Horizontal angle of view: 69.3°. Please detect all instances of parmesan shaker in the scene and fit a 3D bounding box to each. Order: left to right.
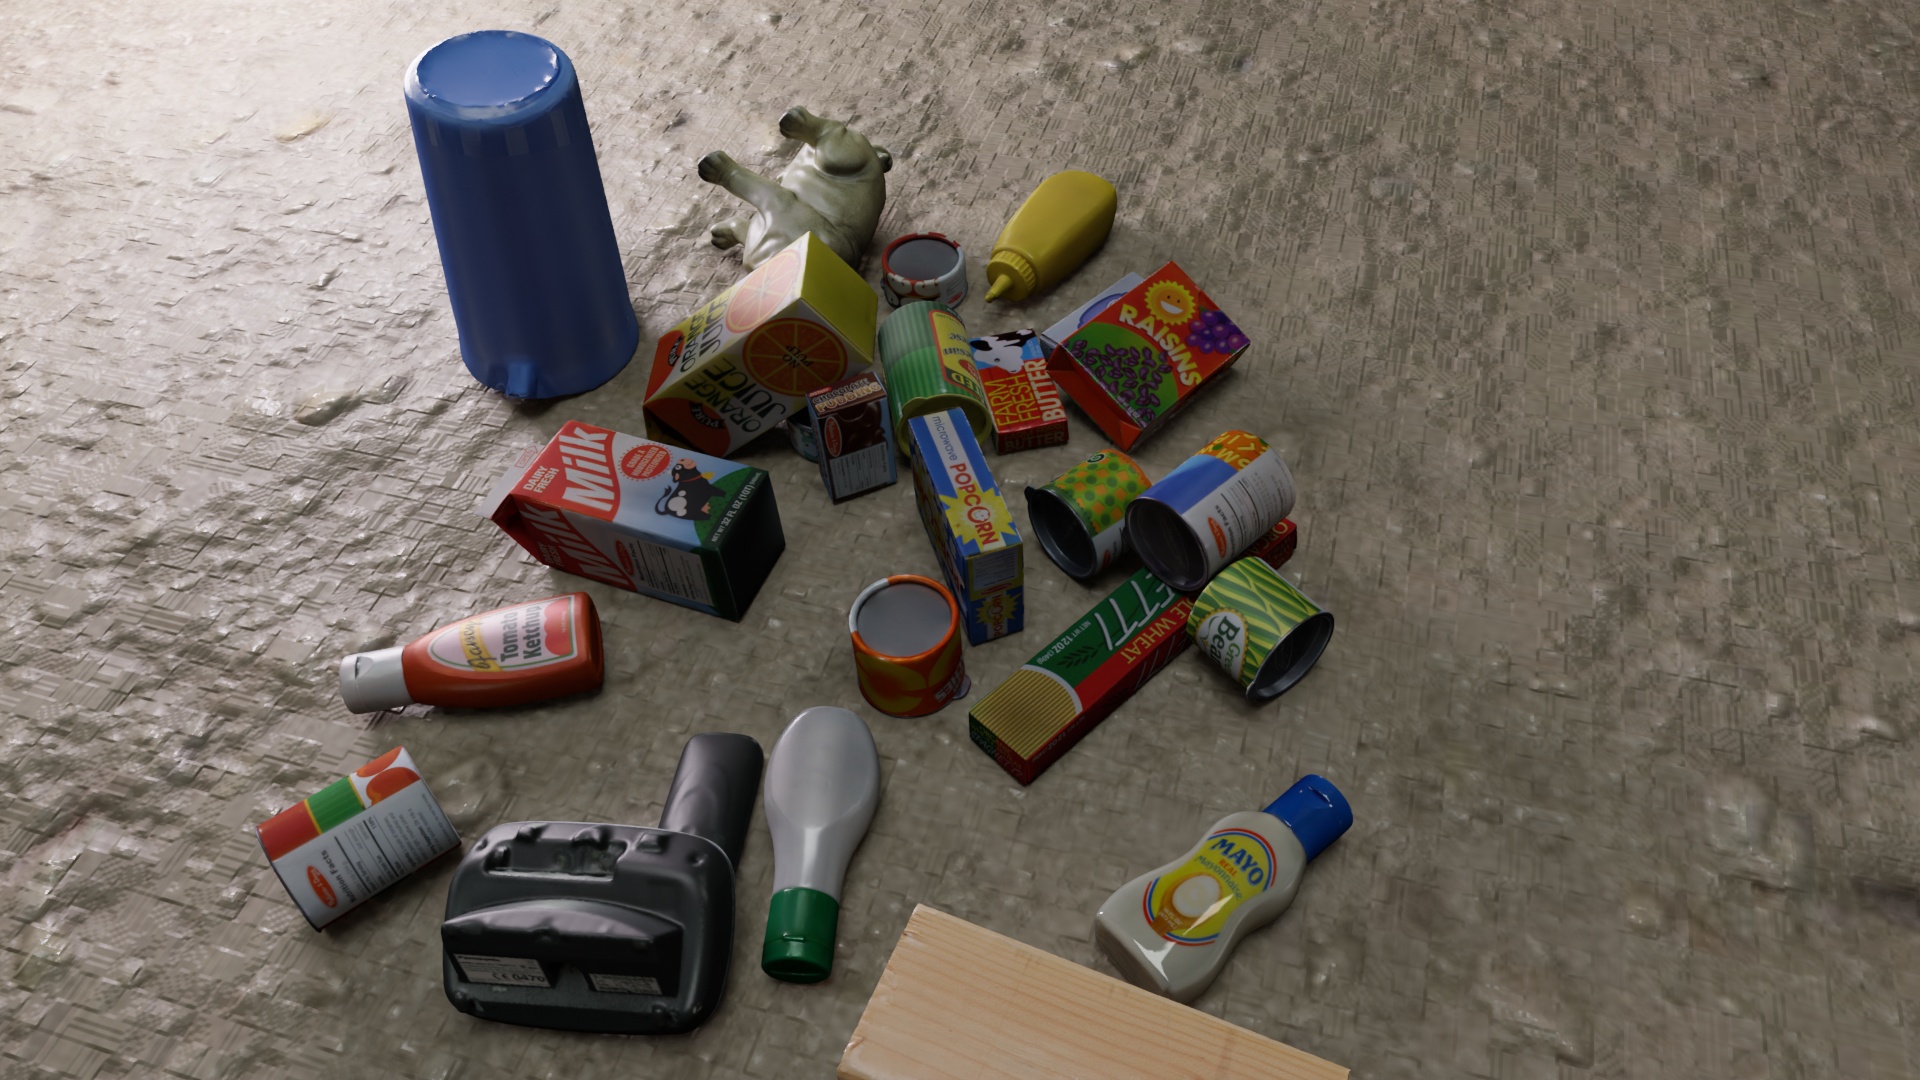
[{"bbox_3d":[-0.021,-0.113,0.973,0.071,0.071,0.103,-9,49,-4],"label":"parmesan shaker"}]

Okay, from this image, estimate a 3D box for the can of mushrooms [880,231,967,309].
[{"bbox_3d":[-0.030,-0.209,1.083,0.071,0.033,0.071,-2,50,2],"label":"can of mushrooms"}]

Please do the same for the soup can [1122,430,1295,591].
[{"bbox_3d":[0.151,-0.019,0.846,0.084,0.071,0.071,-36,56,-26],"label":"soup can"}]

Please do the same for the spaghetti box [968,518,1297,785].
[{"bbox_3d":[0.111,0.052,0.849,0.251,0.028,0.050,-37,56,-25],"label":"spaghetti box"}]

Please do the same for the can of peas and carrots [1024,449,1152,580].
[{"bbox_3d":[0.084,-0.019,0.887,0.059,0.070,0.071,-31,54,-23],"label":"can of peas and carrots"}]

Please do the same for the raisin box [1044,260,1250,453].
[{"bbox_3d":[0.133,-0.132,0.983,0.124,0.040,0.086,-38,79,-27],"label":"raisin box"}]

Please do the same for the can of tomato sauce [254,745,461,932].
[{"bbox_3d":[-0.327,0.160,0.757,0.083,0.070,0.071,-31,54,-23],"label":"can of tomato sauce"}]

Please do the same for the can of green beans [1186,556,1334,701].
[{"bbox_3d":[0.176,0.052,0.821,0.071,0.071,0.058,-31,54,-22],"label":"can of green beans"}]

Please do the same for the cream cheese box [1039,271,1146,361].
[{"bbox_3d":[0.114,-0.158,1.036,0.104,0.024,0.053,-37,56,-25],"label":"cream cheese box"}]

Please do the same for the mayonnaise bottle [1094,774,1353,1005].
[{"bbox_3d":[0.143,0.178,0.728,0.148,0.041,0.065,-33,53,-22],"label":"mayonnaise bottle"}]

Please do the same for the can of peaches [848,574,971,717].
[{"bbox_3d":[-0.029,0.063,0.829,0.071,0.057,0.071,-2,48,2],"label":"can of peaches"}]

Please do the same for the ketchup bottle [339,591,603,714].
[{"bbox_3d":[-0.295,0.074,0.845,0.149,0.043,0.065,-11,49,-5],"label":"ketchup bottle"}]

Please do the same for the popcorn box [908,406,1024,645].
[{"bbox_3d":[0.003,-0.011,0.873,0.038,0.084,0.127,-14,49,-10],"label":"popcorn box"}]

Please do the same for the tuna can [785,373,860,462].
[{"bbox_3d":[-0.088,-0.088,0.981,0.071,0.032,0.071,-2,49,2],"label":"tuna can"}]

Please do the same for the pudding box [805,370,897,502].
[{"bbox_3d":[-0.072,-0.069,0.929,0.050,0.083,0.030,-19,50,-12],"label":"pudding box"}]

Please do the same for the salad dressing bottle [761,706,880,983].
[{"bbox_3d":[-0.080,0.163,0.754,0.064,0.043,0.148,3,50,3],"label":"salad dressing bottle"}]

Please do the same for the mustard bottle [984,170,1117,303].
[{"bbox_3d":[0.062,-0.230,1.086,0.065,0.048,0.161,26,56,24],"label":"mustard bottle"}]

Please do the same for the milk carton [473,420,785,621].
[{"bbox_3d":[-0.218,-0.019,0.902,0.191,0.073,0.073,14,51,16],"label":"milk carton"}]

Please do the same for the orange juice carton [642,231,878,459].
[{"bbox_3d":[-0.151,-0.122,0.956,0.192,0.073,0.072,-28,41,28],"label":"orange juice carton"}]

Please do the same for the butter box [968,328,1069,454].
[{"bbox_3d":[0.040,-0.108,0.996,0.053,0.024,0.104,-11,49,-6],"label":"butter box"}]
